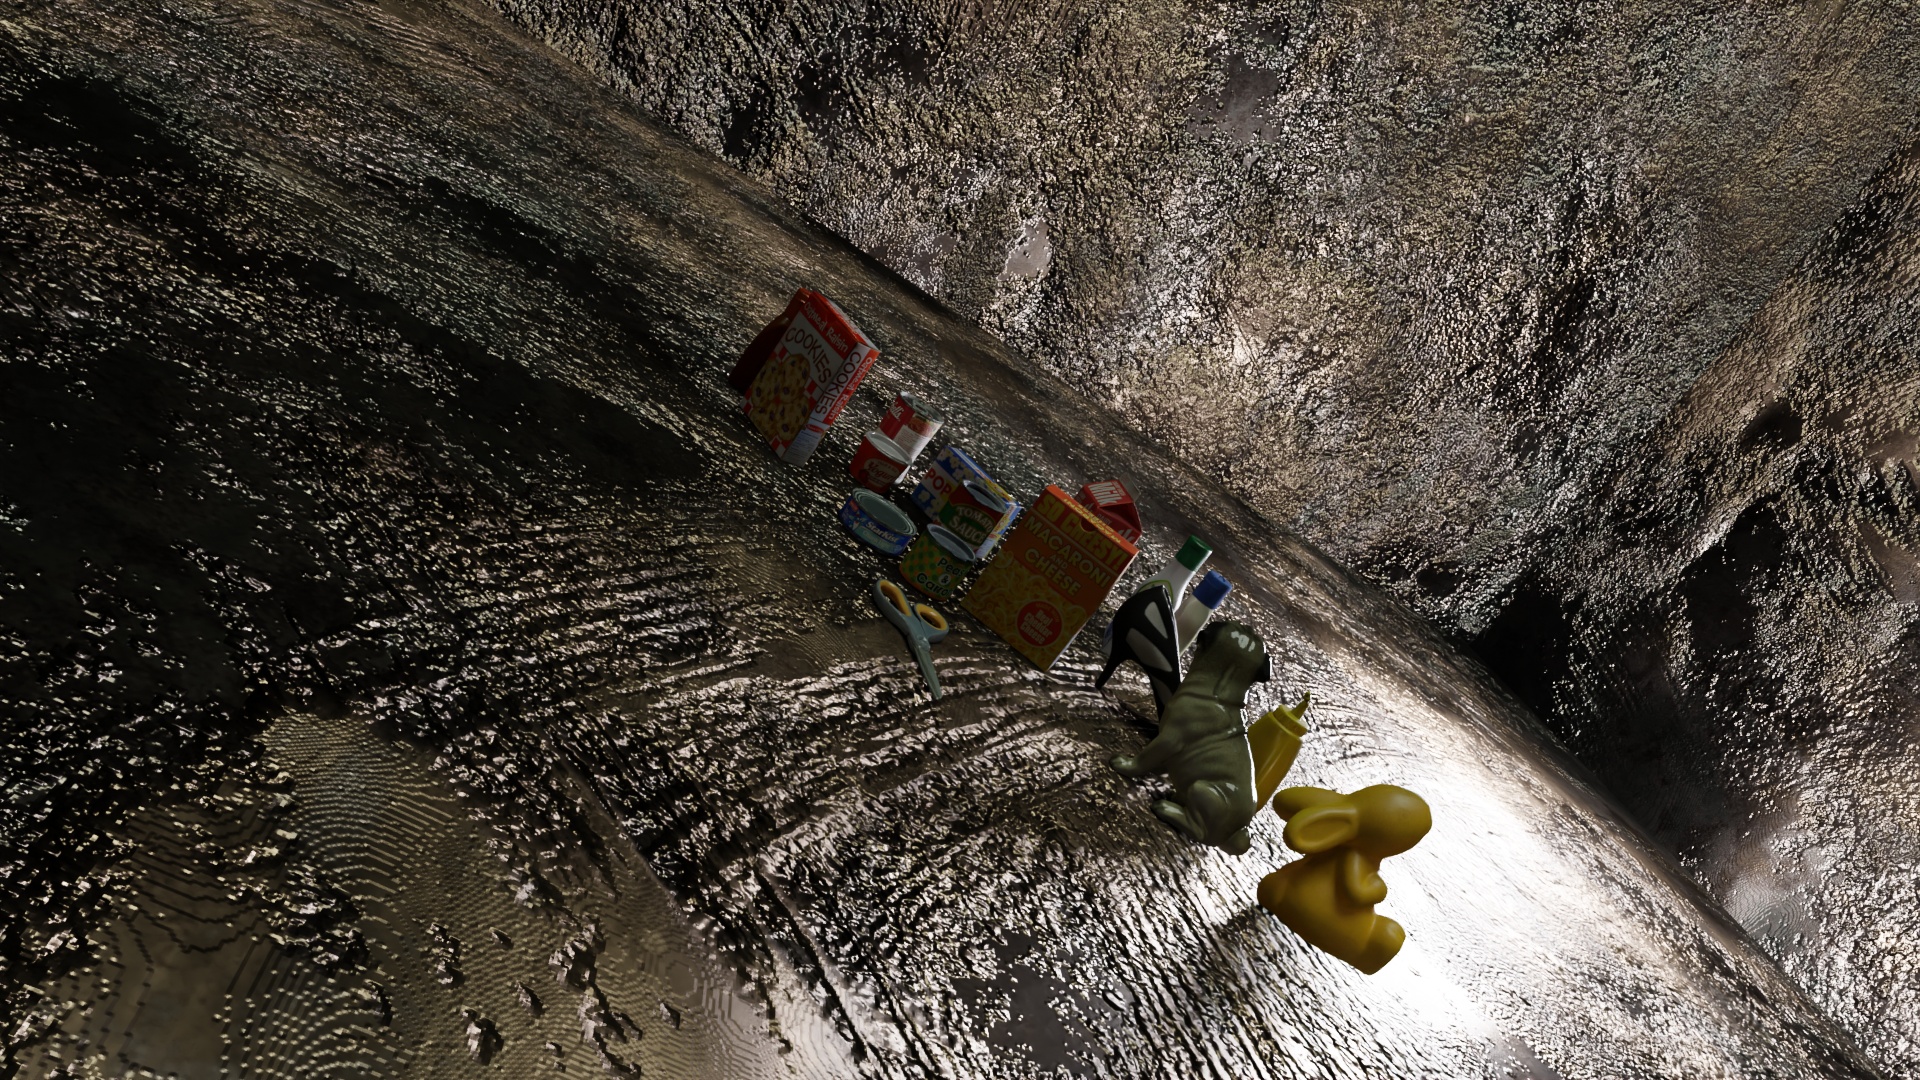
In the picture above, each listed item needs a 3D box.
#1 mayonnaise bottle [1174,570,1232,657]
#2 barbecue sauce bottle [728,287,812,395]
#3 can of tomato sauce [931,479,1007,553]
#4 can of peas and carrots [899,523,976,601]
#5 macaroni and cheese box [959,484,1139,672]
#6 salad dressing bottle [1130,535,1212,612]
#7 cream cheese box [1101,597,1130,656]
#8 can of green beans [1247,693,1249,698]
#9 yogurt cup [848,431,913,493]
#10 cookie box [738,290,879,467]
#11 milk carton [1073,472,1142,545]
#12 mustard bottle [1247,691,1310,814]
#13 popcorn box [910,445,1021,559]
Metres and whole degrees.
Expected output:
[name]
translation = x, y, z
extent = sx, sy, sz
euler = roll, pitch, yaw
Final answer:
[mayonnaise bottle]
translation = 0.289, 0.106, 1.775
extent = 0.041, 0.147, 0.065
euler = 36, 15, 3
[barbecue sauce bottle]
translation = -0.223, -0.242, 1.718
extent = 0.065, 0.148, 0.044
euler = 35, 15, -2
[can of tomato sauce]
translation = 0.006, -0.021, 1.673
extent = 0.071, 0.083, 0.071
euler = 33, 15, -10
[can of peas and carrots]
translation = -0.024, 0.026, 1.517
extent = 0.071, 0.058, 0.071
euler = 33, 15, -10
[macaroni and cheese box]
translation = 0.097, 0.041, 1.526
extent = 0.124, 0.166, 0.040
euler = 38, 15, 8
[salad dressing bottle]
translation = 0.286, 0.060, 1.906
extent = 0.064, 0.147, 0.044
euler = 40, 15, 16
[cream cheese box]
translation = 0.205, 0.111, 1.761
extent = 0.024, 0.053, 0.104
euler = 36, 15, 0
[can of green beans]
translation = 0.317, 0.196, 1.739
extent = 0.071, 0.057, 0.071
euler = 33, 15, -10
[yogurt cup]
translation = -0.102, -0.095, 1.720
extent = 0.072, 0.053, 0.072
euler = 33, 15, -10
[cookie box]
translation = -0.179, -0.189, 1.621
extent = 0.040, 0.167, 0.123
euler = 20, 21, -46
[milk carton]
translation = 0.157, 0.003, 1.720
extent = 0.073, 0.190, 0.072
euler = 30, 16, -22
[mustard bottle]
translation = 0.327, 0.225, 1.479
extent = 0.049, 0.160, 0.065
euler = 22, 20, -42
[popcorn box]
translation = 0.005, -0.049, 1.750
extent = 0.127, 0.085, 0.038
euler = 45, 17, 30
